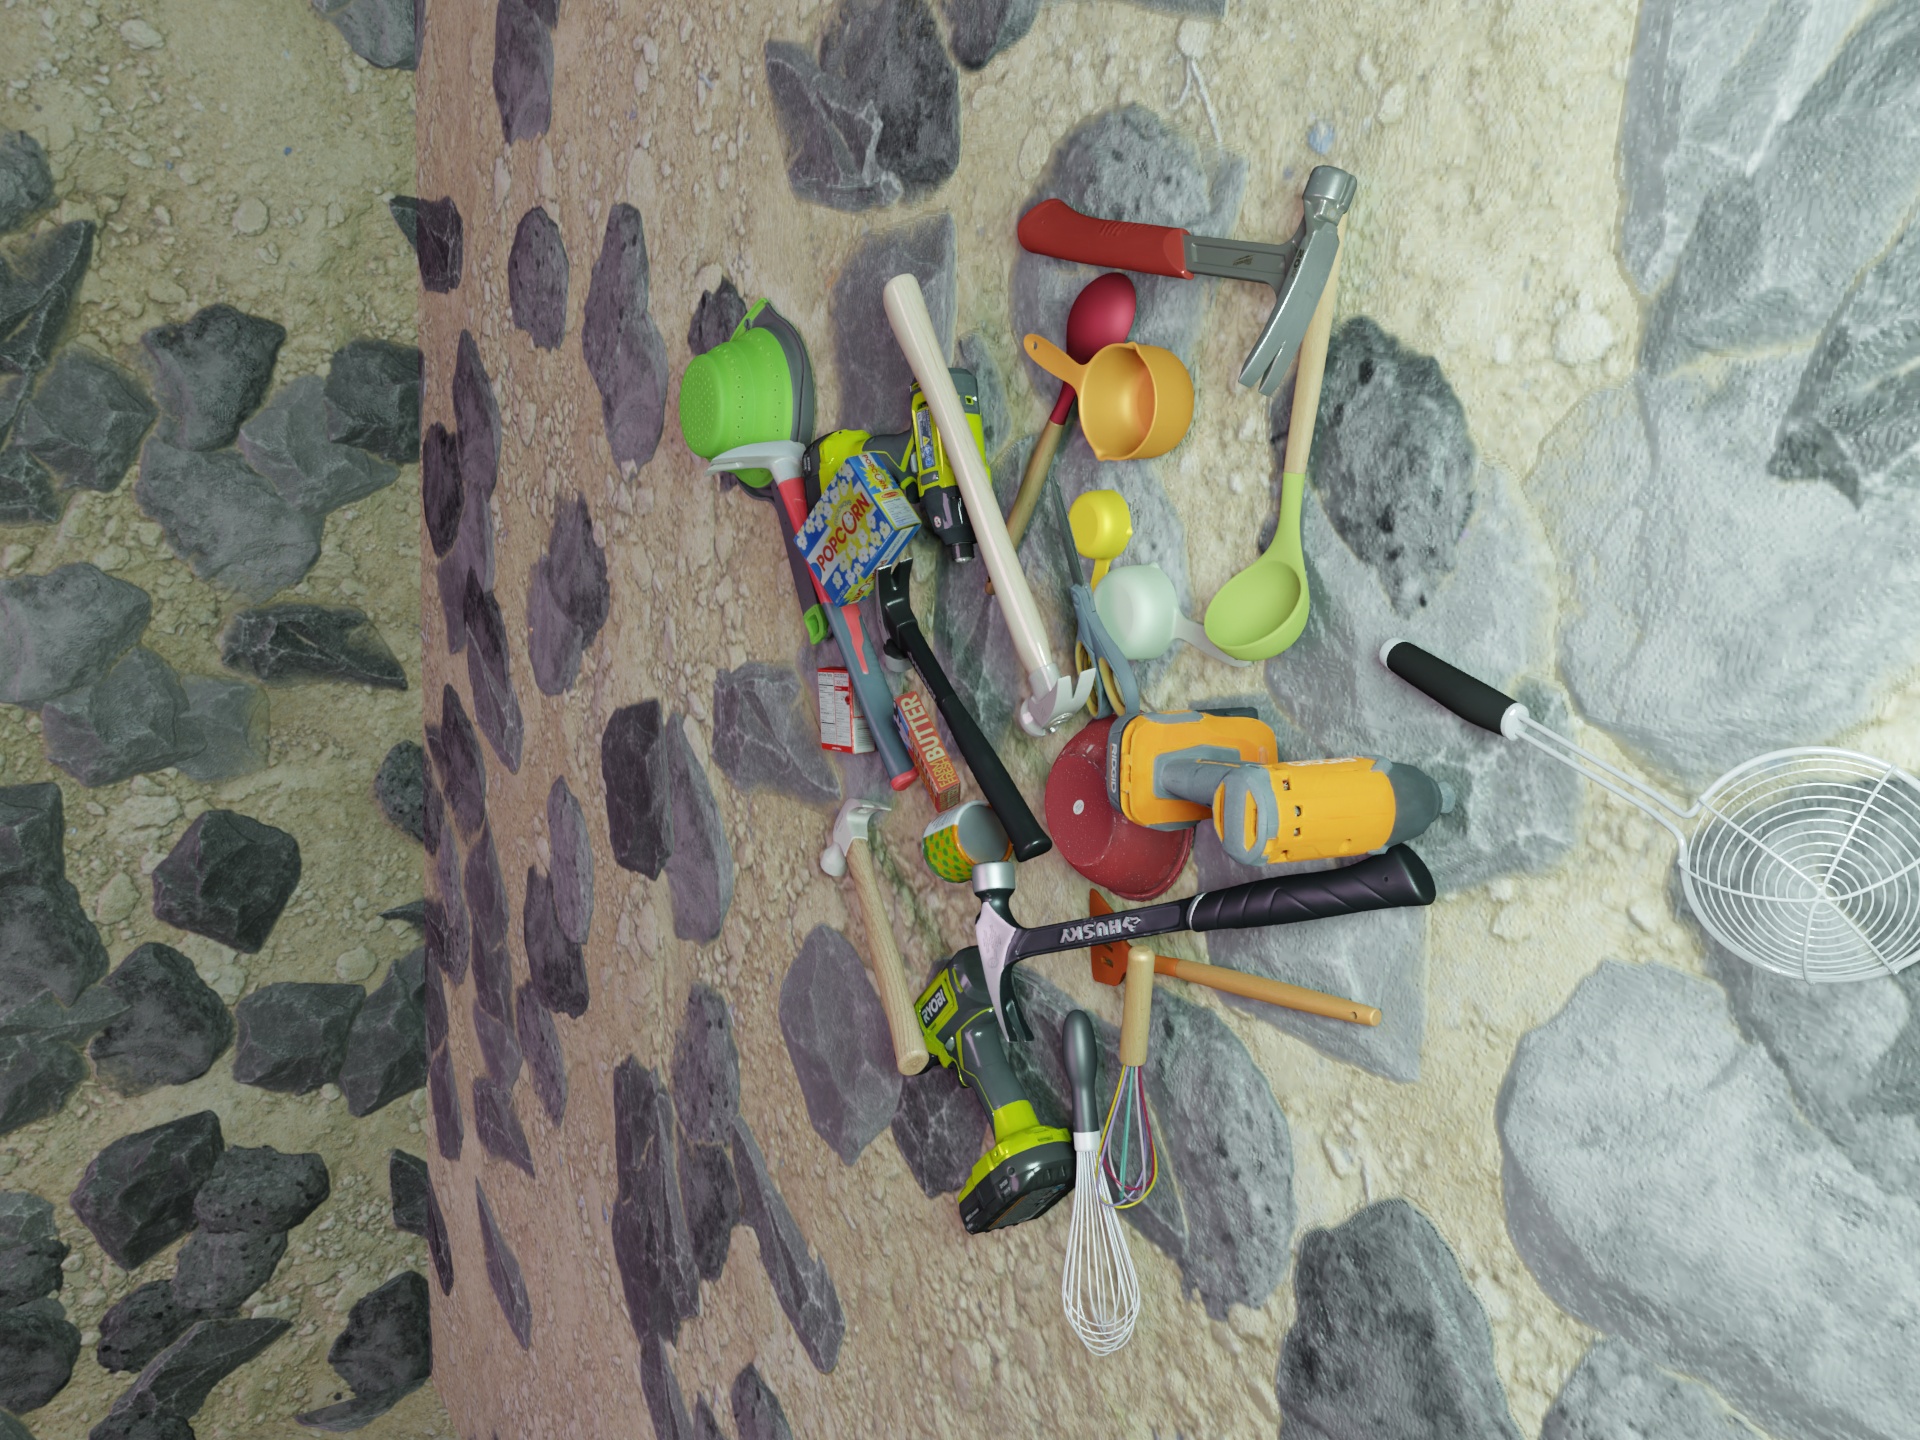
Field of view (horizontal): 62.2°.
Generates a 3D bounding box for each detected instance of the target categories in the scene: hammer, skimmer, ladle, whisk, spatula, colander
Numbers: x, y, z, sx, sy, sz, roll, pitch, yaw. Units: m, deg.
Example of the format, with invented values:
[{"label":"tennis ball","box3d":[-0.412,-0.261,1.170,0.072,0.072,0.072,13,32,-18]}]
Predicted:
[{"label":"hammer","box3d":[0.162,0.149,1.176,0.409,0.036,0.149,-17,72,43]},{"label":"hammer","box3d":[0.017,-0.192,1.333,0.146,0.038,0.411,121,130,-74]},{"label":"hammer","box3d":[-0.132,-0.107,1.586,0.038,0.143,0.386,-45,62,54]},{"label":"skimmer","box3d":[0.381,0.024,0.911,0.364,0.090,0.127,-135,46,-57]},{"label":"ladle","box3d":[0.074,-0.233,1.344,0.069,0.031,0.315,56,139,37]},{"label":"whisk","box3d":[0.110,0.389,1.347,0.070,0.070,0.285,-17,75,56]},{"label":"hammer","box3d":[0.142,-0.339,1.178,0.359,0.036,0.149,34,104,55]},{"label":"whisk","box3d":[0.140,0.290,1.278,0.047,0.051,0.244,8,112,16]},{"label":"spatula","box3d":[0.194,0.193,1.224,0.323,0.041,0.081,6,100,52]},{"label":"hammer","box3d":[-0.080,0.204,1.562,0.332,0.031,0.130,-110,35,-47]},{"label":"hammer","box3d":[-0.002,-0.005,1.416,0.146,0.035,0.335,86,160,-48]},{"label":"ladle","box3d":[0.225,-0.198,1.093,0.078,0.062,0.320,25,112,53]},{"label":"colander","box3d":[-0.227,-0.268,1.730,0.204,0.094,0.397,-35,65,53]}]

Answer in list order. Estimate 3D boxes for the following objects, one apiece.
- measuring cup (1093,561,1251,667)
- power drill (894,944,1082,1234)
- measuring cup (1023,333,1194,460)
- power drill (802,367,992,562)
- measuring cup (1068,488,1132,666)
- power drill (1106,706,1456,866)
[{"label":"measuring cup","box3d":[0.157,-0.070,1.224,0.168,0.038,0.083,33,121,53]},{"label":"power drill","box3d":[0.014,0.347,1.469,0.190,0.080,0.229,-56,47,44]},{"label":"measuring cup","box3d":[0.115,-0.266,1.246,0.174,0.052,0.095,45,131,42]},{"label":"power drill","box3d":[-0.056,-0.219,1.498,0.223,0.080,0.171,-9,86,54]},{"label":"measuring cup","box3d":[0.103,-0.113,1.309,0.062,0.029,0.156,31,118,51]},{"label":"power drill","box3d":[0.212,0.043,1.077,0.227,0.164,0.084,-159,68,-67]}]
